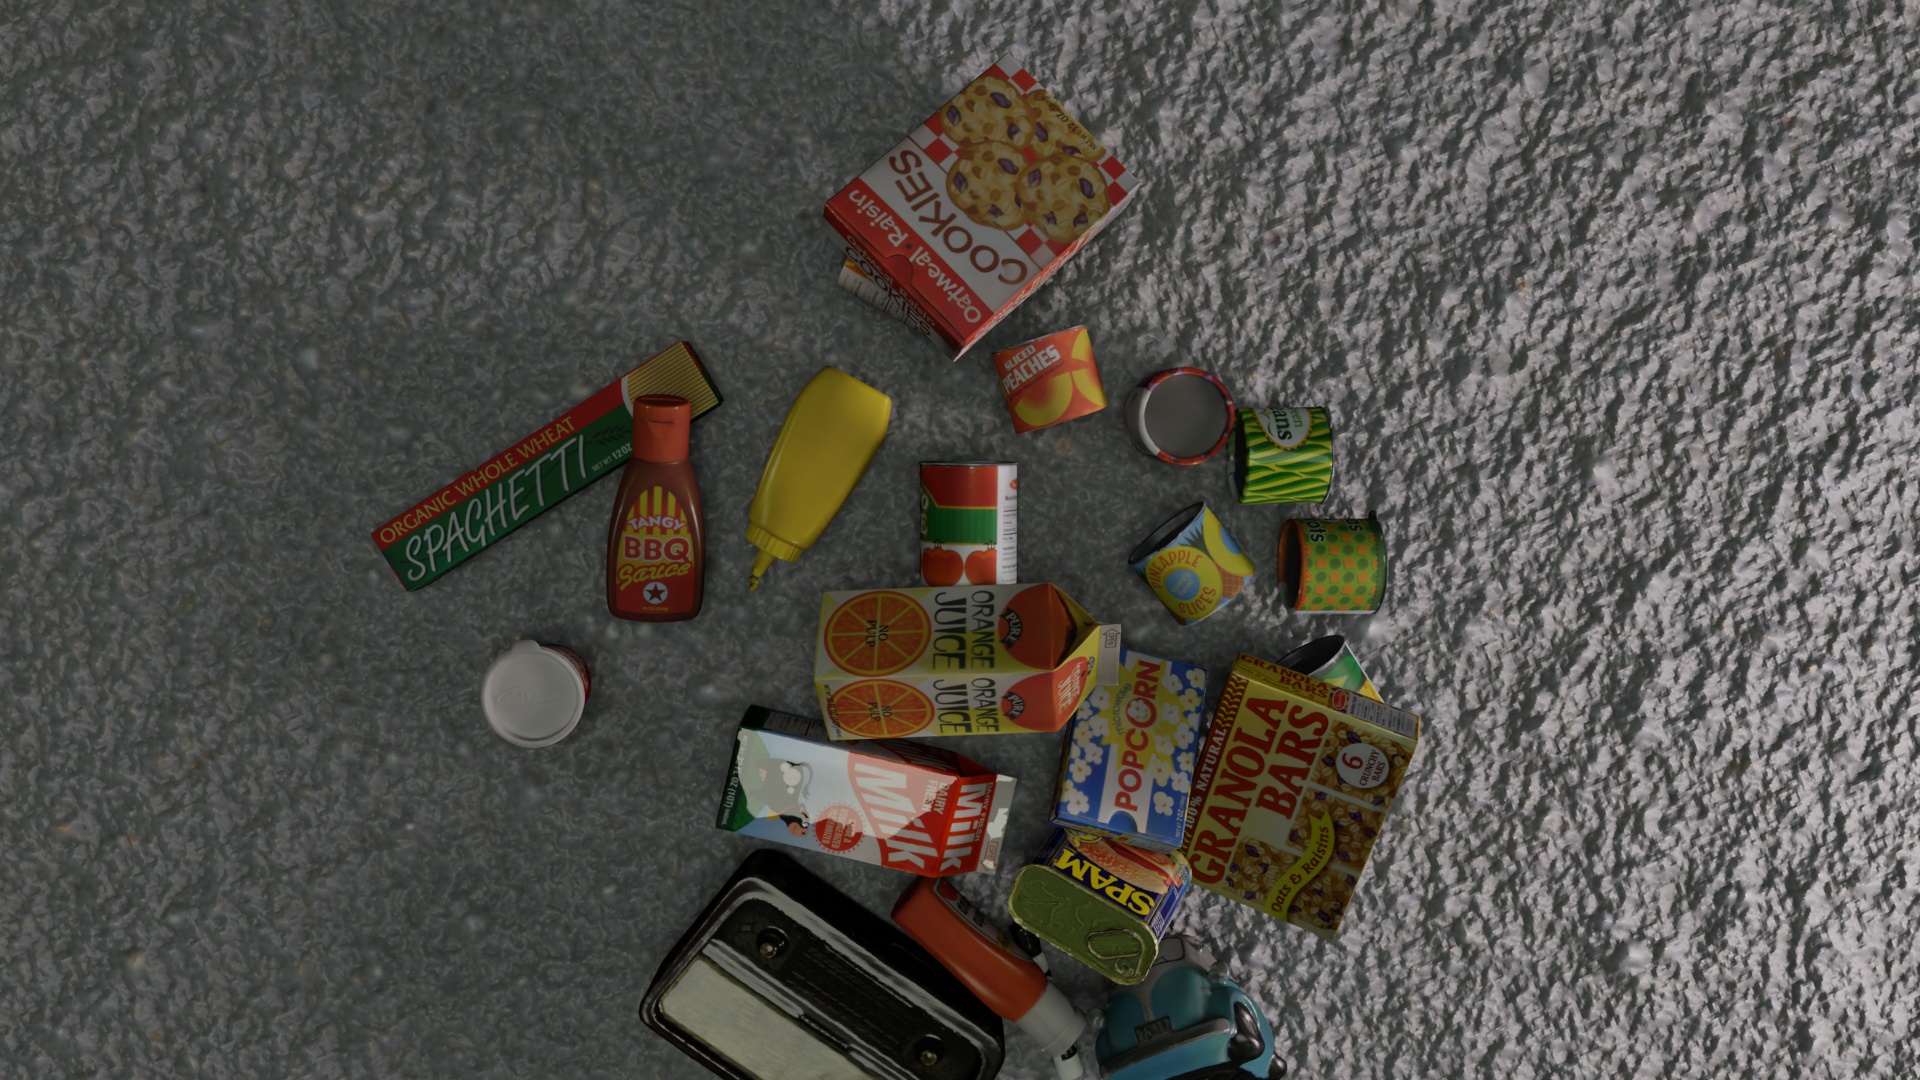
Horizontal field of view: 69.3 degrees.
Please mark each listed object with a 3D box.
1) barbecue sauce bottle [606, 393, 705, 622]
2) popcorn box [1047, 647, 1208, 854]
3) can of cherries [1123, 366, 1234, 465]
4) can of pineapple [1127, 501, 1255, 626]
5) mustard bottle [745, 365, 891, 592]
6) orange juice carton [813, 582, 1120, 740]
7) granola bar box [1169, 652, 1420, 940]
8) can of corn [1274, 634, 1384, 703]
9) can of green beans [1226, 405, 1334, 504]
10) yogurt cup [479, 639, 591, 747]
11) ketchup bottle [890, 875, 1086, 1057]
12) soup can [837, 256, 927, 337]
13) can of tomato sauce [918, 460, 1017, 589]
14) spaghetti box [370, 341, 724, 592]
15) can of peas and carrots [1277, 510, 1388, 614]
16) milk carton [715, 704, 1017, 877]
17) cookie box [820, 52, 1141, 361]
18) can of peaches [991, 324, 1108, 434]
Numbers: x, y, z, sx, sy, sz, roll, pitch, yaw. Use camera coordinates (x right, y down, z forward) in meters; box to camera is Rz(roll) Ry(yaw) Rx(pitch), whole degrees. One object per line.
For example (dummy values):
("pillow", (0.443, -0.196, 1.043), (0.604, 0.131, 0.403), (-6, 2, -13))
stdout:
("barbecue sauce bottle", (-0.200, -0.021, 0.920), (0.065, 0.044, 0.148), (2, 108, -11))
("popcorn box", (0.113, 0.138, 0.936), (0.085, 0.038, 0.127), (15, 65, -4))
("can of cherries", (0.149, -0.085, 0.937), (0.071, 0.058, 0.071), (0, 94, -1))
("can of pineapple", (0.156, 0.017, 0.939), (0.071, 0.071, 0.058), (-40, 95, 1))
("mustard bottle", (-0.106, -0.038, 0.936), (0.065, 0.049, 0.160), (29, 93, -4))
("orange juice carton", (0.007, 0.078, 0.901), (0.193, 0.073, 0.071), (-3, 139, 4))
("granola bar box", (0.217, 0.170, 0.924), (0.124, 0.039, 0.164), (20, 116, 13))
("can of corn", (0.246, 0.108, 0.949), (0.071, 0.071, 0.058), (-33, 95, 1))
("can of green beans", (0.215, -0.057, 0.937), (0.058, 0.071, 0.071), (-1, 94, -1))
("yogurt cup", (-0.282, 0.101, 0.936), (0.072, 0.054, 0.072), (0, 94, -2))
("ketchup bottle", (0.020, 0.289, 0.948), (0.149, 0.065, 0.043), (42, 90, 3))
("soup can", (-0.028, -0.179, 0.921), (0.084, 0.071, 0.071), (30, 93, -4))
("can of tomato sauce", (0.003, -0.012, 0.934), (0.071, 0.071, 0.083), (0, 95, -2))
("spaghetti box", (-0.279, -0.049, 0.939), (0.250, 0.029, 0.050), (-32, 95, 0))
("can of peas and carrots", (0.252, 0.015, 0.943), (0.059, 0.071, 0.071), (0, 94, -1))
("milk carton", (-0.061, 0.173, 0.940), (0.191, 0.073, 0.072), (13, 94, -3))
("cookie box", (0.013, -0.213, 0.881), (0.123, 0.040, 0.168), (45, 72, 3))
("can of peaches", (0.059, -0.107, 0.926), (0.071, 0.071, 0.058), (-17, 96, -1))
